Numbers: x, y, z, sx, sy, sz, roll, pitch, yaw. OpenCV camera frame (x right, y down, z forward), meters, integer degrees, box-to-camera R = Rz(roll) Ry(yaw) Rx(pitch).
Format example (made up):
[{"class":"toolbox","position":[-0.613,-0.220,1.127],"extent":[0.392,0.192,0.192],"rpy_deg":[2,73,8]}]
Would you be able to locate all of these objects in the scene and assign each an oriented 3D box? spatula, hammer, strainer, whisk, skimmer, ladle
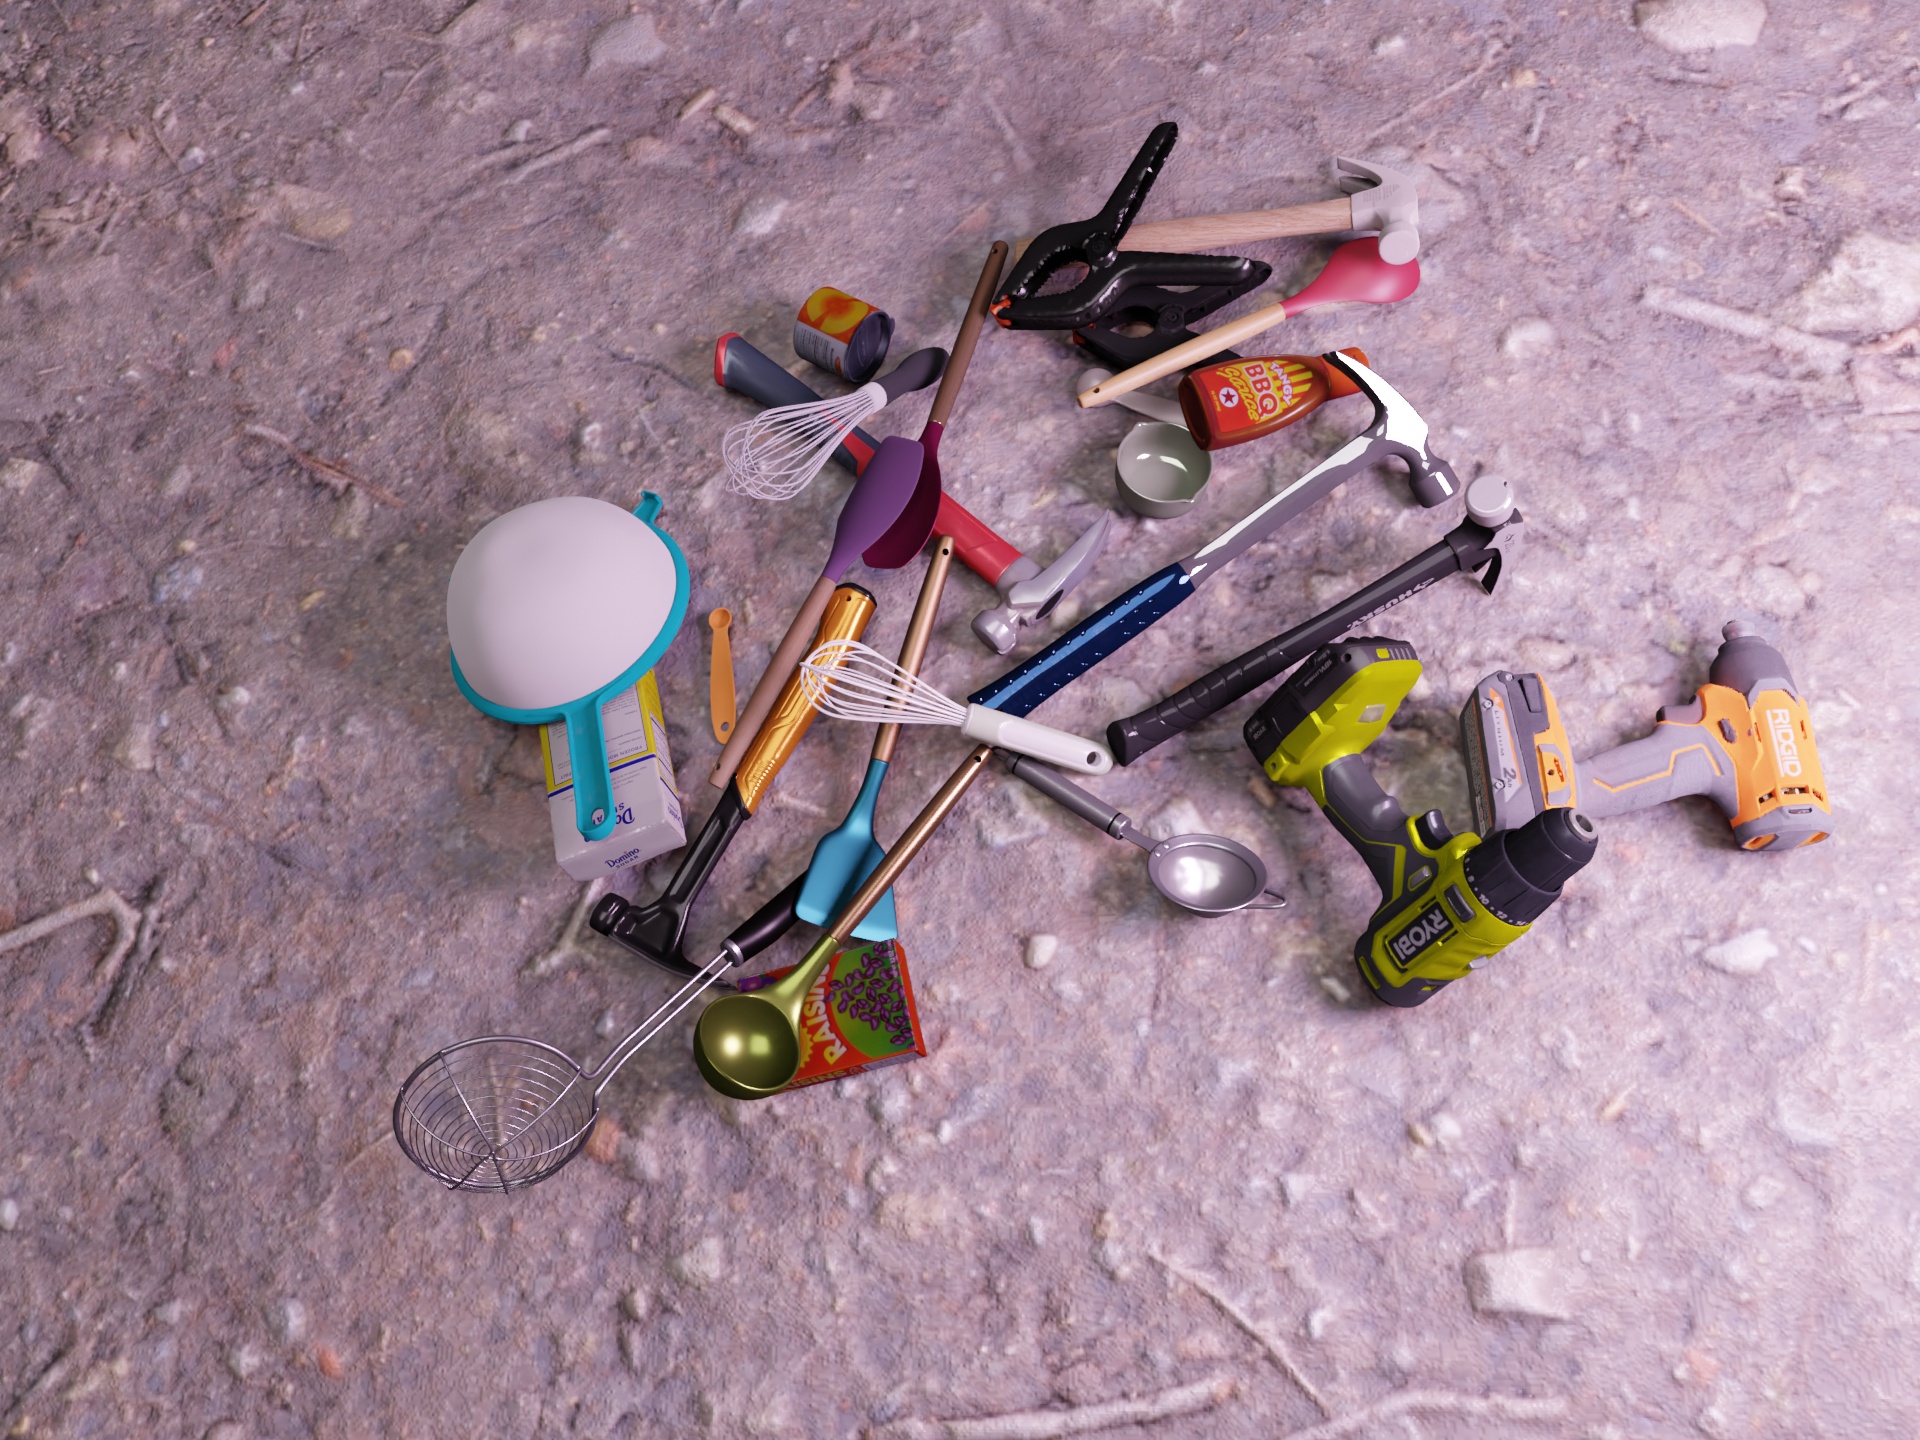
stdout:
[{"class":"spatula","position":[-0.049,0.007,1.208],"extent":[0.082,0.044,0.317],"rpy_deg":[19,81,-18]},{"class":"hammer","position":[0.255,-0.059,1.167],"extent":[0.335,0.146,0.035],"rpy_deg":[-31,67,11]},{"class":"hammer","position":[-0.056,-0.219,1.314],"extent":[0.386,0.038,0.143],"rpy_deg":[41,81,21]},{"class":"strainer","position":[0.124,0.083,1.169],"extent":[0.259,0.050,0.087],"rpy_deg":[32,43,26]},{"class":"whisk","position":[-0.091,-0.243,1.257],"extent":[0.070,0.070,0.285],"rpy_deg":[29,42,19]},{"class":"skimmer","position":[-0.223,0.192,1.118],"extent":[0.090,0.127,0.363],"rpy_deg":[13,39,38]},{"class":"hammer","position":[0.178,-0.122,1.215],"extent":[0.405,0.035,0.144],"rpy_deg":[-35,99,1]},{"class":"hammer","position":[-0.152,0.042,1.239],"extent":[0.127,0.034,0.337],"rpy_deg":[24,76,19]},{"class":"ladle","position":[0.233,-0.317,1.271],"extent":[0.315,0.031,0.069],"rpy_deg":[-26,67,-9]},{"class":"whisk","position":[-0.002,-0.004,1.179],"extent":[0.246,0.059,0.058],"rpy_deg":[17,93,-8]},{"class":"strainer","position":[-0.314,-0.061,1.227],"extent":[0.211,0.095,0.341],"rpy_deg":[-22,50,3]},{"class":"spatula","position":[-0.114,-0.087,1.241],"extent":[0.060,0.018,0.316],"rpy_deg":[22,79,37]},{"class":"ladle","position":[-0.073,0.135,1.140],"extent":[0.078,0.062,0.320],"rpy_deg":[39,71,0]},{"class":"hammer","position":[0.208,-0.407,1.321],"extent":[0.331,0.031,0.130],"rpy_deg":[-3,46,16]}]

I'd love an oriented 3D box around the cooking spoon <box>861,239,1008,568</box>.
[{"class":"cooking spoon","position":[-0.012,-0.260,1.293],"extent":[0.069,0.017,0.319],"rpy_deg":[7,68,31]}]

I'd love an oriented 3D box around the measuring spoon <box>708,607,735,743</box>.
[{"class":"measuring spoon","position":[-0.192,-0.036,1.290],"extent":[0.021,0.011,0.117],"rpy_deg":[-9,72,12]}]

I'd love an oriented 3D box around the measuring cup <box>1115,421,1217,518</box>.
[{"class":"measuring cup","position":[0.199,-0.213,1.270],"extent":[0.167,0.038,0.083],"rpy_deg":[-25,68,-15]}]

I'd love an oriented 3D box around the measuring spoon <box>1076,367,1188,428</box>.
[{"class":"measuring spoon","position":[0.152,-0.262,1.300],"extent":[0.124,0.018,0.034],"rpy_deg":[22,75,17]}]

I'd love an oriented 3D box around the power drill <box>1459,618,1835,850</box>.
[{"class":"power drill","position":[0.473,0.011,1.108],"extent":[0.226,0.084,0.164],"rpy_deg":[-3,69,5]}]

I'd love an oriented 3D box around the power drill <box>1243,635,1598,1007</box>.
[{"class":"power drill","position":[0.307,0.056,1.077],"extent":[0.080,0.190,0.229],"rpy_deg":[-4,56,-38]}]
